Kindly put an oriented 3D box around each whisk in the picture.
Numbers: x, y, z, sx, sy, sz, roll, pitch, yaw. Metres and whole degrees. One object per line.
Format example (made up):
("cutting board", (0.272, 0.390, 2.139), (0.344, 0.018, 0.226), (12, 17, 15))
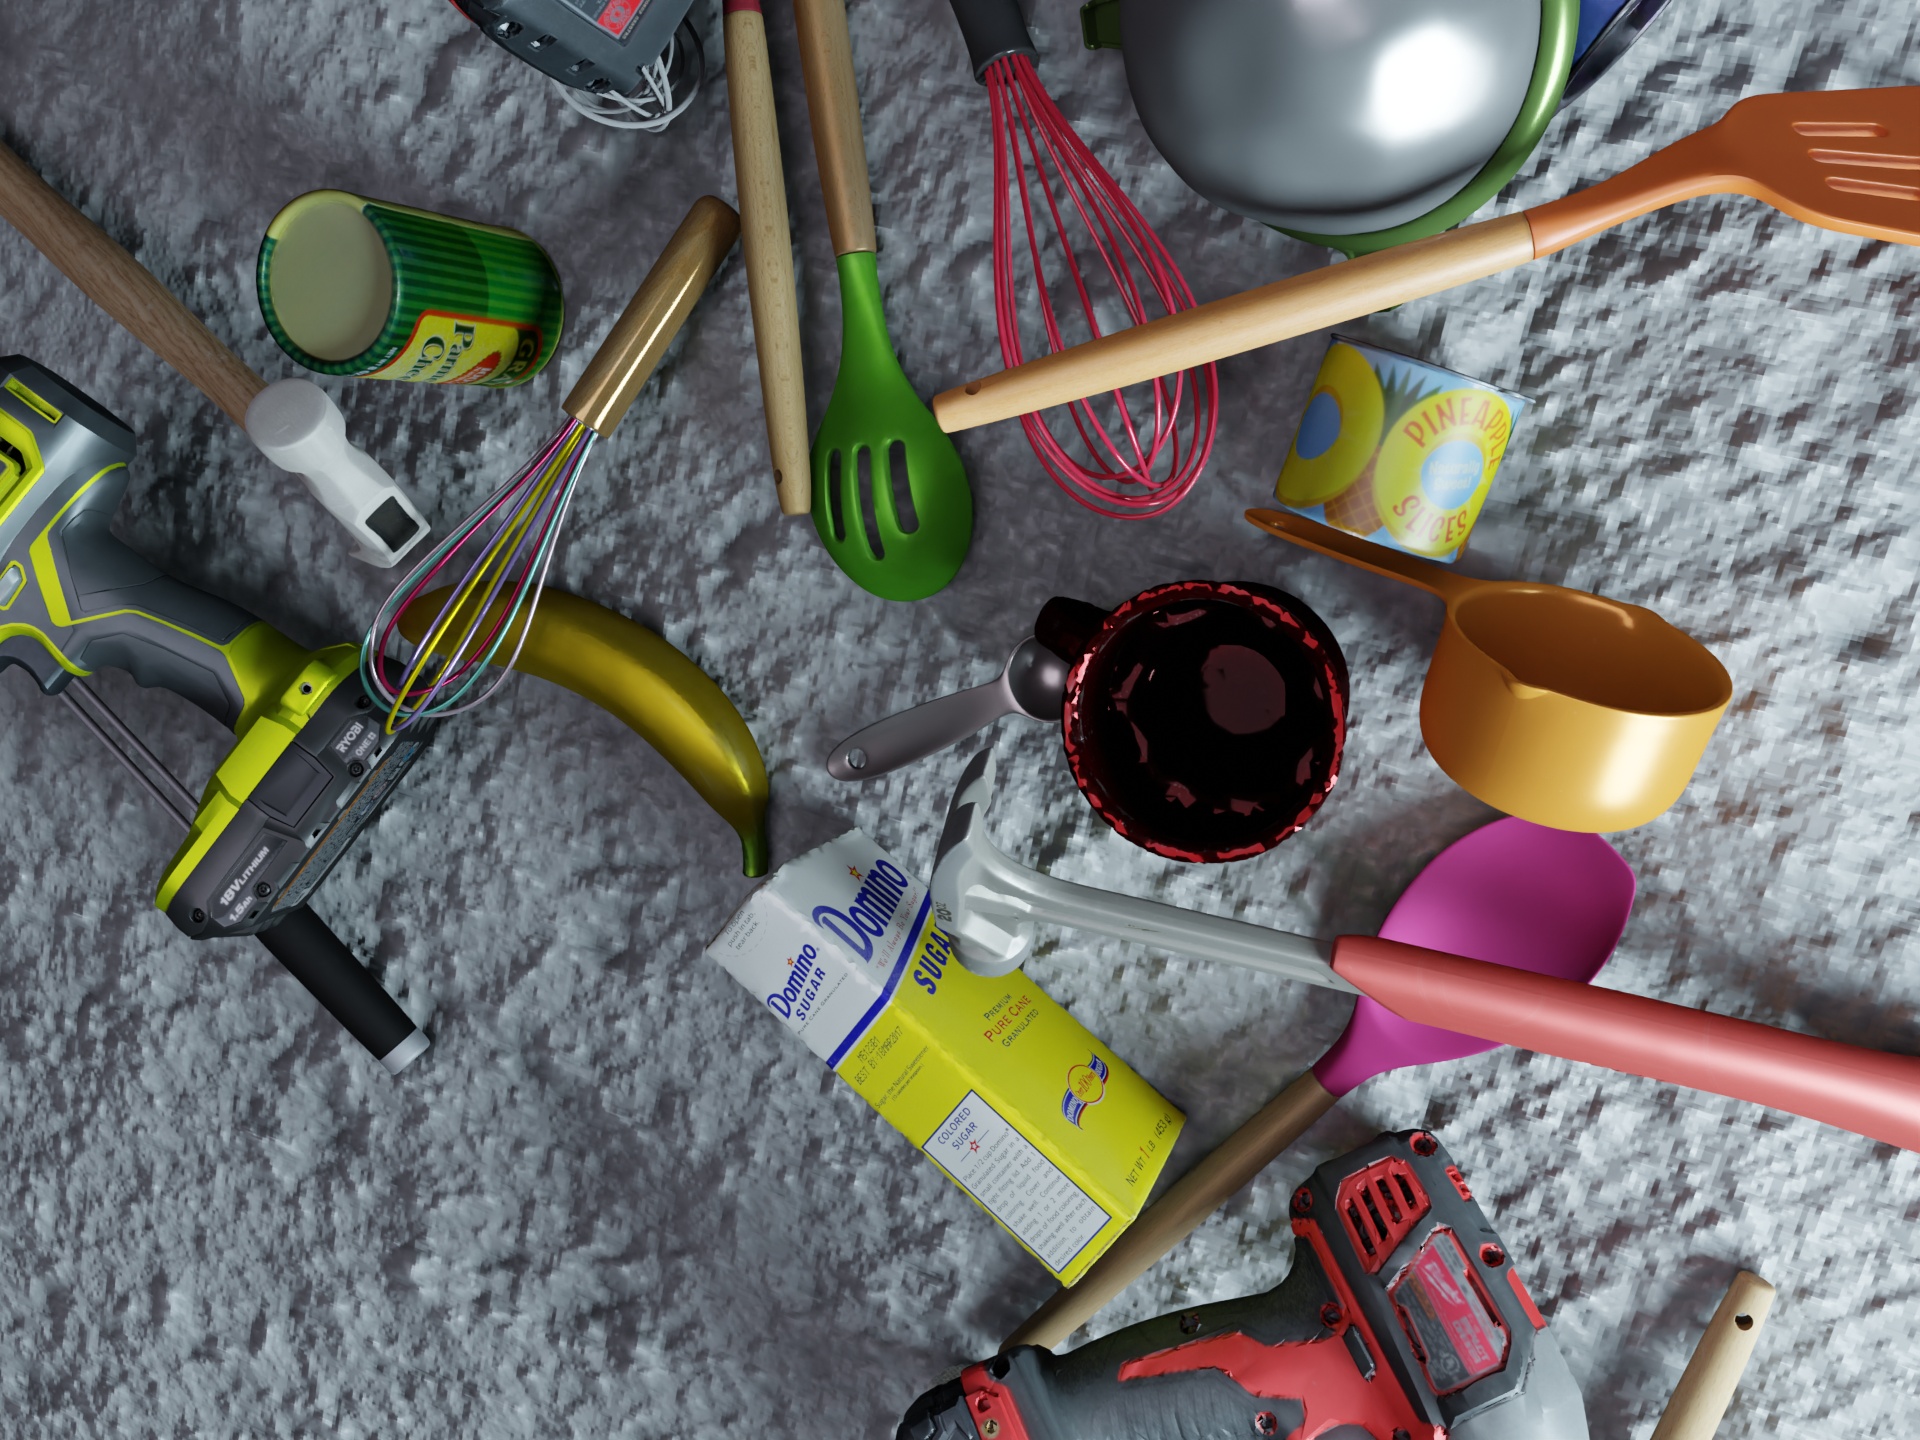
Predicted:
("whisk", (-0.178, -0.328, 0.615), (0.059, 0.057, 0.246), (-32, 83, -13))
("whisk", (-0.160, -0.098, 0.623), (0.051, 0.047, 0.245), (34, 92, 21))
("whisk", (0.023, -0.210, 0.555), (0.073, 0.073, 0.296), (-20, 85, 21))

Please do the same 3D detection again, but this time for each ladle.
("ladle", (0.224, 0.341, 0.586), (0.078, 0.062, 0.320), (24, 99, 19))
("ladle", (-0.078, -0.234, 0.588), (0.069, 0.031, 0.315), (2, 100, 55))

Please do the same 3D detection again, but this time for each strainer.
("strainer", (0.120, -0.231, 0.439), (0.151, 0.069, 0.256), (47, 146, 6))

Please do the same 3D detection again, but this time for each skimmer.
("skimmer", (-0.362, 0.009, 0.740), (0.127, 0.090, 0.363), (-39, 95, 19))

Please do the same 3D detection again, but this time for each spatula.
("spatula", (0.148, -0.133, 0.484), (0.322, 0.041, 0.081), (-14, 54, 12))

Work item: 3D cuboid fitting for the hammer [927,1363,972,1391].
("hammer", (0.169, 0.349, 0.563), (0.411, 0.038, 0.146), (3, 89, 26))

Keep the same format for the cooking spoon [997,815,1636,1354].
("cooking spoon", (0.119, 0.151, 0.598), (0.069, 0.017, 0.319), (43, 109, 3))

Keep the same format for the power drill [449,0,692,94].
("power drill", (-0.167, -0.349, 0.548), (0.227, 0.080, 0.188), (43, 105, 18))

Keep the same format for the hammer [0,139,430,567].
("hammer", (-0.339, -0.170, 0.672), (0.331, 0.130, 0.031), (39, 76, 21))

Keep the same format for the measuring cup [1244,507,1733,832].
("measuring cup", (0.162, -0.020, 0.532), (0.174, 0.095, 0.052), (30, 126, 34))

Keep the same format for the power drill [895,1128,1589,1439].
("power drill", (0.102, 0.252, 0.552), (0.219, 0.078, 0.143), (-30, 62, 7))

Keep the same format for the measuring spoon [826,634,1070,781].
("measuring spoon", (-0.001, -0.002, 0.620), (0.124, 0.018, 0.034), (-23, 90, 28))

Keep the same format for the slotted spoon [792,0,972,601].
("slotted spoon", (-0.045, -0.200, 0.595), (0.070, 0.031, 0.314), (-5, 96, 27))

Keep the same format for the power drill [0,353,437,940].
("power drill", (-0.358, -0.011, 0.658), (0.228, 0.080, 0.190), (37, 85, -5))

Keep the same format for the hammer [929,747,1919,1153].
("hammer", (0.167, 0.086, 0.507), (0.359, 0.149, 0.037), (13, 67, 6))
